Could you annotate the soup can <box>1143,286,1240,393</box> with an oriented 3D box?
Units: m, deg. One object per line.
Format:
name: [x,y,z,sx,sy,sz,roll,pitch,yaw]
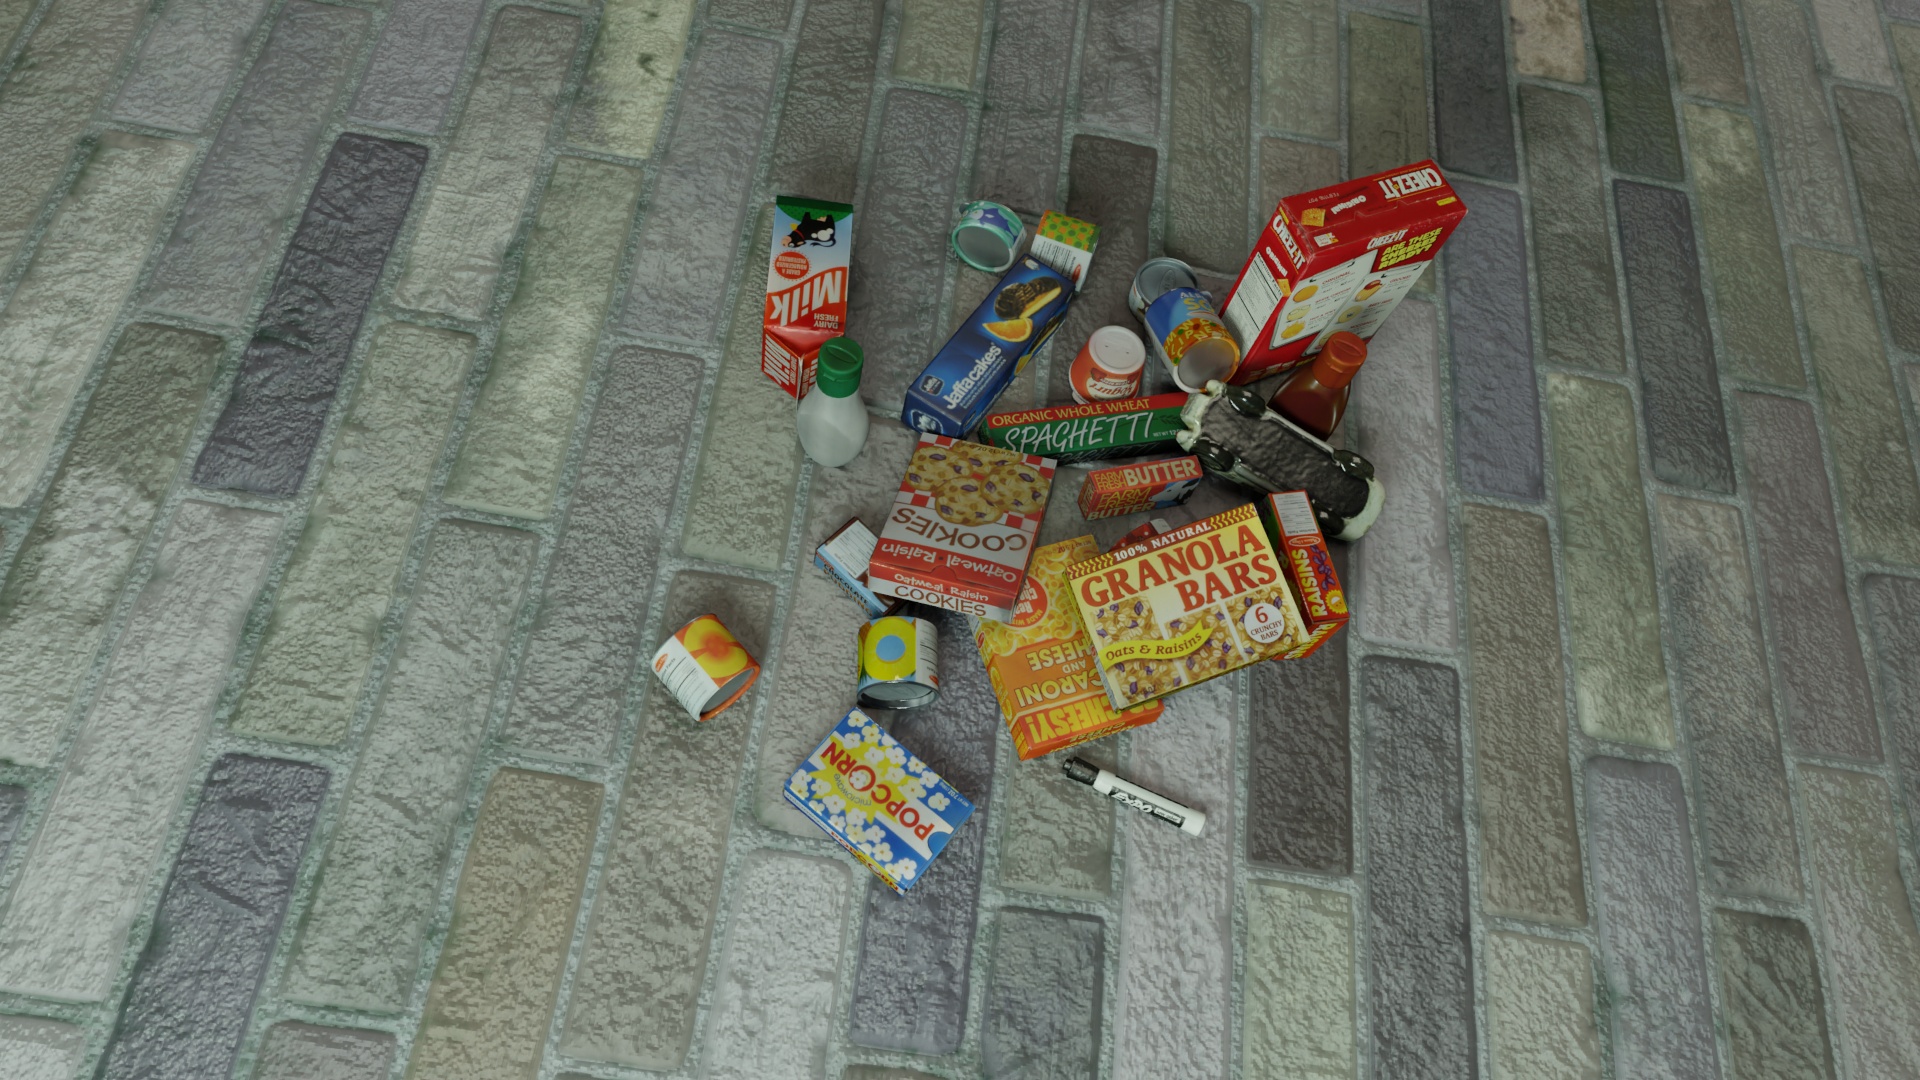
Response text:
soup can: [0.217,-0.188,1.291,0.071,0.071,0.084,-7,42,-12]

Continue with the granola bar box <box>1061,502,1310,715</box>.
granola bar box: [0.181,0.055,1.126,0.166,0.039,0.124,-19,77,-7]

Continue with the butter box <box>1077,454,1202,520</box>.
butter box: [0.159,-0.047,1.235,0.104,0.053,0.024,-9,64,-14]

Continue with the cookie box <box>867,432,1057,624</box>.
cookie box: [0.004,-0.015,1.166,0.123,0.040,0.168,13,46,7]

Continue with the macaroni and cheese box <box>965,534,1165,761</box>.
macaroni and cheese box: [0.082,0.088,1.162,0.124,0.040,0.167,-14,66,-16]

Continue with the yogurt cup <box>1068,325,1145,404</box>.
yogurt cup: [0.139,-0.163,1.290,0.072,0.053,0.072,4,63,-8]

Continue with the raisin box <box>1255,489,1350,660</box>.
raisin box: [0.284,0.031,1.197,0.040,0.085,0.124,-5,64,-17]

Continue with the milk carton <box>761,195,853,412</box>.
milk carton: [-0.140,-0.214,1.260,0.073,0.072,0.191,5,63,-7]

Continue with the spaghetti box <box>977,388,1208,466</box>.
spaghetti box: [0.142,-0.102,1.274,0.250,0.028,0.050,-8,64,-13]

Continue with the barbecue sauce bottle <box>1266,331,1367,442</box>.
barbecue sauce bottle: [0.320,-0.132,1.250,0.065,0.148,0.044,29,64,6]

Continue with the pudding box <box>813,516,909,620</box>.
pudding box: [-0.078,0.026,1.173,0.084,0.030,0.050,42,64,12]

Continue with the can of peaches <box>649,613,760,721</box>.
can of peaches: [-0.199,0.099,1.097,0.071,0.071,0.058,-38,75,-23]

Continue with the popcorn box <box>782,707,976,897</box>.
popcorn box: [-0.064,0.203,1.082,0.127,0.038,0.085,38,63,11]

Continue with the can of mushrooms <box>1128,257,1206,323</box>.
can of mushrooms: [0.201,-0.238,1.349,0.071,0.033,0.071,4,62,-7]

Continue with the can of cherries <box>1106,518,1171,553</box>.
can of cherries: [0.162,0.024,1.193,0.072,0.071,0.058,-28,71,-20]

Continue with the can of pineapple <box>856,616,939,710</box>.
can of pineapple: [-0.052,0.099,1.120,0.071,0.070,0.058,2,63,-8]

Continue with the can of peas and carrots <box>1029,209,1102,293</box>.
can of peas and carrots: [0.100,-0.280,1.337,0.059,0.070,0.071,19,62,1]

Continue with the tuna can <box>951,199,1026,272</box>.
tuna can: [0.025,-0.291,1.329,0.071,0.070,0.033,24,63,3]

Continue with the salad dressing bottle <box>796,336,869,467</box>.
salad dressing bottle: [-0.105,-0.116,1.174,0.064,0.147,0.044,28,63,5]
